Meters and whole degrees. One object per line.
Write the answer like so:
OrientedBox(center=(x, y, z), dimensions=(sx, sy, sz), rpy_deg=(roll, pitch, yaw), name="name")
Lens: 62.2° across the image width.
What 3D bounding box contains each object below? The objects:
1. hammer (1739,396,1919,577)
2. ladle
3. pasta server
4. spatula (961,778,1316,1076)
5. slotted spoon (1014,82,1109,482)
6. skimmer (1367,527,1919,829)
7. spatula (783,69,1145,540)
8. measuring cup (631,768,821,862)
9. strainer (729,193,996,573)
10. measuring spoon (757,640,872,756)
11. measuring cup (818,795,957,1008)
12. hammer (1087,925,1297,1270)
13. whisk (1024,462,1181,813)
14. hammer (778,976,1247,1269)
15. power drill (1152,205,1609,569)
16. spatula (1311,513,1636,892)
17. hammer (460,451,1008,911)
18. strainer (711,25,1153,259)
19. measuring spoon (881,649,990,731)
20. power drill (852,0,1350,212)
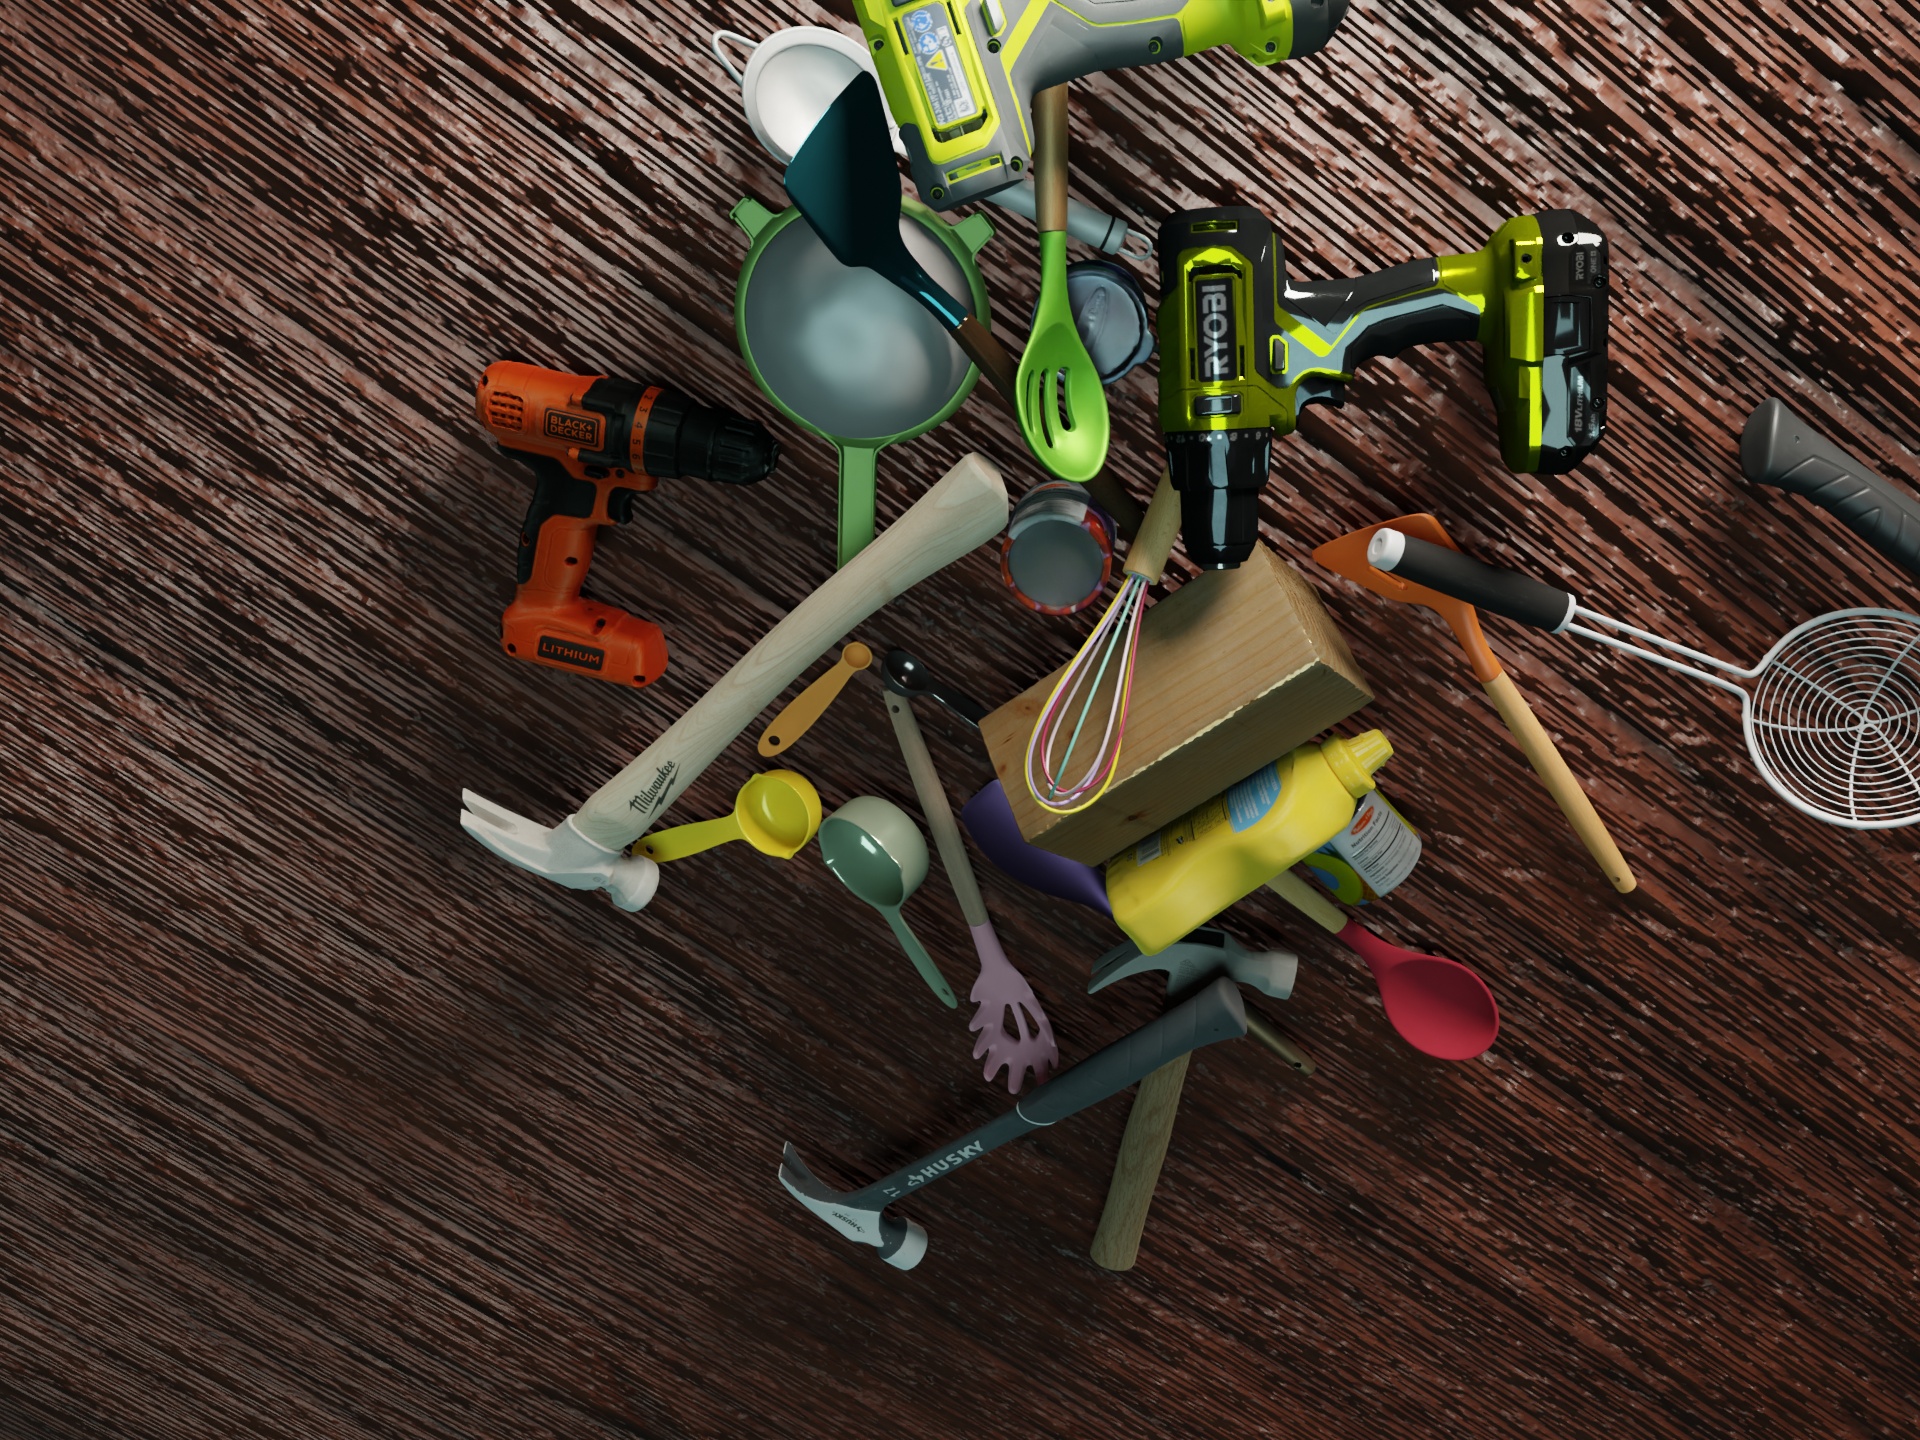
OrientedBox(center=(0.576, -0.073, 0.878), dimensions=(0.335, 0.035, 0.146), rpy_deg=(35, 79, -1), name="hammer")
OrientedBox(center=(0.233, 0.122, 1.060), dimensions=(0.315, 0.031, 0.069), rpy_deg=(37, 114, -9), name="ladle")
OrientedBox(center=(0.003, 0.118, 1.084), dimensions=(0.060, 0.040, 0.316), rpy_deg=(-12, 114, 17), name="pasta server")
OrientedBox(center=(0.127, 0.150, 1.093), dimensions=(0.315, 0.018, 0.059), rpy_deg=(39, 121, -11), name="spatula")
OrientedBox(center=(0.049, -0.283, 0.836), dimensions=(0.031, 0.070, 0.313), rpy_deg=(11, 108, 45), name="slotted spoon")
OrientedBox(center=(0.401, -0.039, 0.885), dimensions=(0.363, 0.090, 0.127), rpy_deg=(17, 95, -15), name="skimmer")
OrientedBox(center=(0.021, -0.200, 0.866), dimensions=(0.317, 0.082, 0.044), rpy_deg=(43, 157, -29), name="spatula")
OrientedBox(center=(-0.161, 0.072, 1.094), dimensions=(0.156, 0.029, 0.062), rpy_deg=(-16, 99, 30), name="measuring cup")
OrientedBox(center=(-0.063, -0.172, 0.922), dimensions=(0.151, 0.069, 0.256), rpy_deg=(6, 117, 5), name="strainer")
OrientedBox(center=(-0.097, -0.014, 1.046), dimensions=(0.021, 0.011, 0.117), rpy_deg=(39, 120, -14), name="measuring spoon")
OrientedBox(center=(-0.034, 0.122, 1.076), dimensions=(0.083, 0.038, 0.167), rpy_deg=(-3, 123, 50), name="measuring cup")
OrientedBox(center=(0.137, 0.278, 1.139), dimensions=(0.130, 0.031, 0.331), rpy_deg=(14, 123, 6), name="hammer")
OrientedBox(center=(0.098, -0.060, 0.913), dimensions=(0.047, 0.051, 0.245), rpy_deg=(21, 84, 16), name="whisk")
OrientedBox(center=(0.037, 0.279, 1.119), dimensions=(0.149, 0.036, 0.409), rpy_deg=(37, 125, -23), name="hammer")
OrientedBox(center=(0.219, -0.180, 0.854), dimensions=(0.228, 0.080, 0.190), rpy_deg=(-2, 100, 9), name="power drill")
OrientedBox(center=(0.332, -0.004, 0.970), dimensions=(0.081, 0.041, 0.322), rpy_deg=(-17, 119, 46), name="spatula")
OrientedBox(center=(-0.135, -0.026, 0.985), dimensions=(0.410, 0.038, 0.146), rpy_deg=(-40, 130, 22), name="hammer")
OrientedBox(center=(-0.014, -0.303, 0.862), dimensions=(0.258, 0.050, 0.087), rpy_deg=(21, 75, -7), name="strainer")
OrientedBox(center=(-0.002, -0.003, 1.027), dimensions=(0.124, 0.034, 0.018), rpy_deg=(33, 127, -15), name="measuring spoon")
OrientedBox(center=(0.059, -0.366, 0.765), dimensions=(0.223, 0.080, 0.171), rpy_deg=(-19, 103, 3), name="power drill")
